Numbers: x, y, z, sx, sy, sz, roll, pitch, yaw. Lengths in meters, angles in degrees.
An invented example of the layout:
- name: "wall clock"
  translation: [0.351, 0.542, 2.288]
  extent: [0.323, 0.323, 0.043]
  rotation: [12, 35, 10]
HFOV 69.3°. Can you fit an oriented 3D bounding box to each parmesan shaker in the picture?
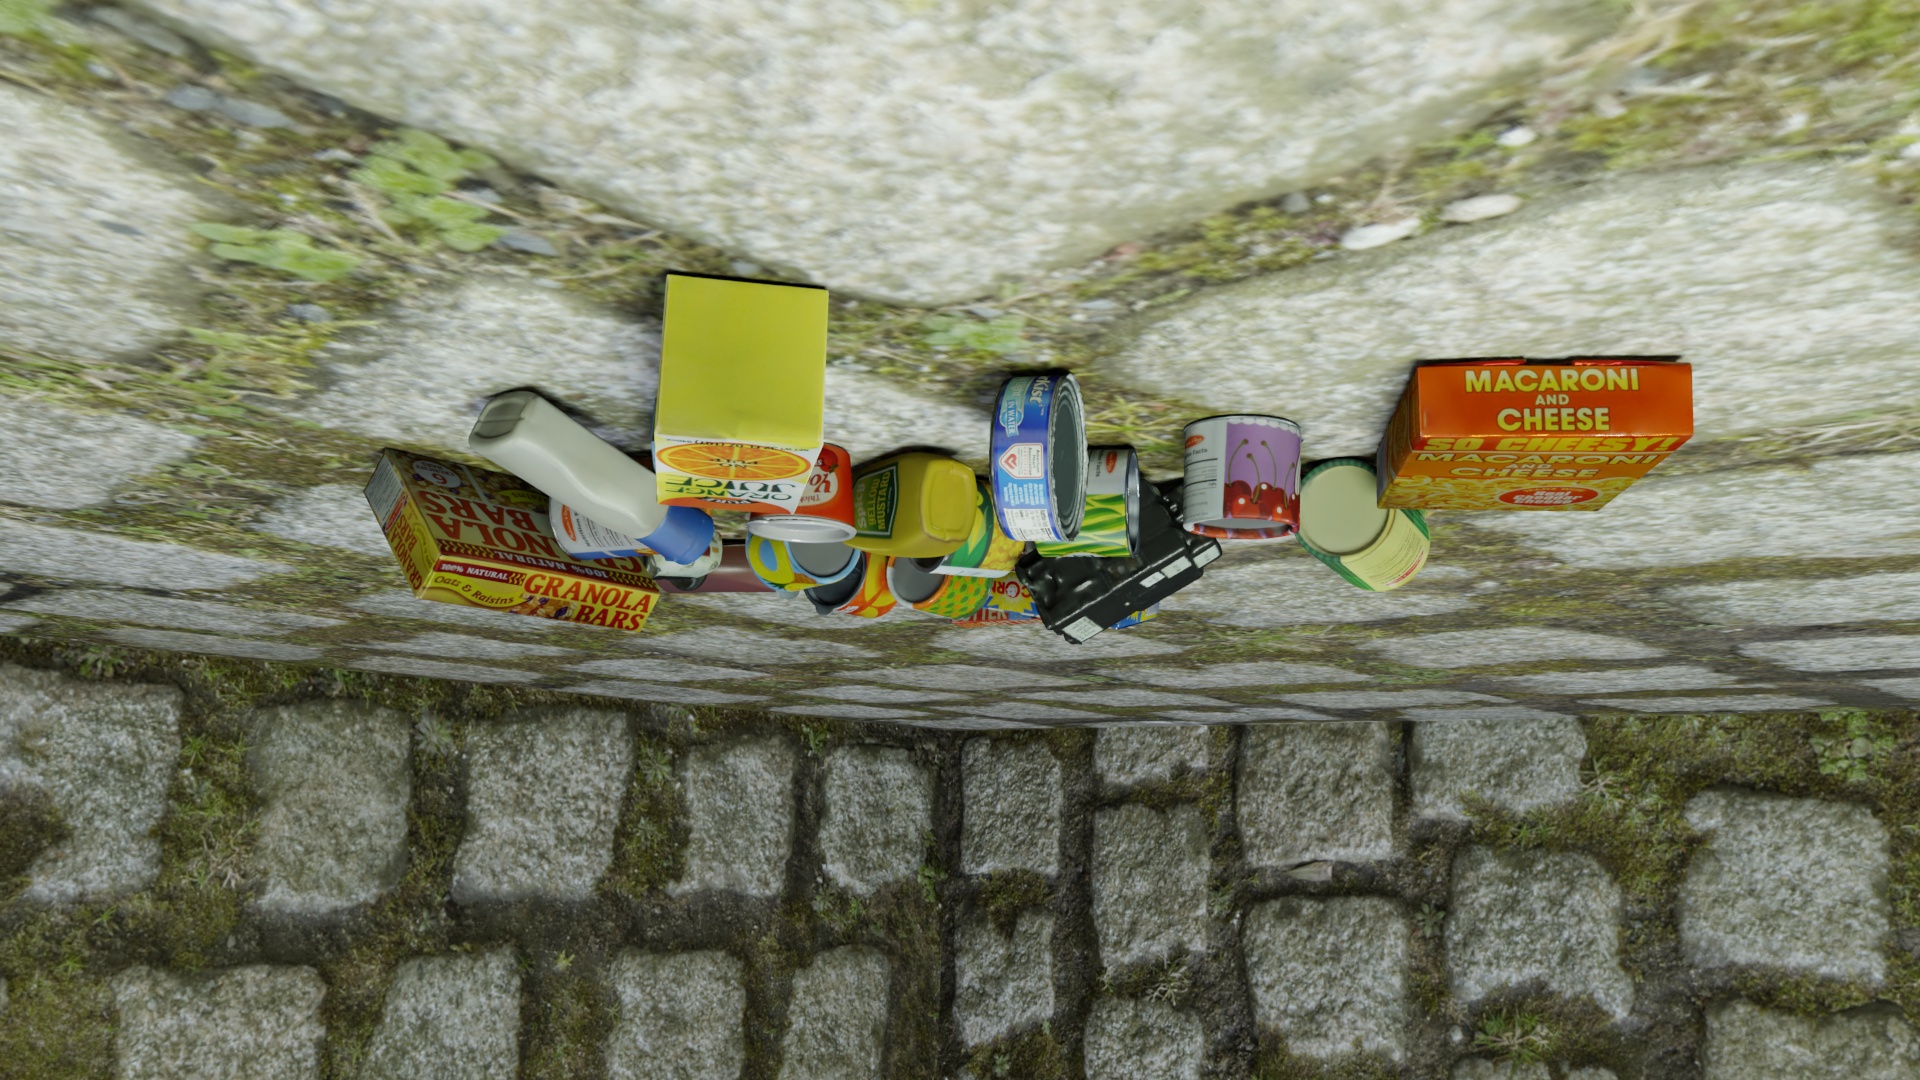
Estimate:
- name: "parmesan shaker"
  translation: [0.254, -0.011, 0.876]
  extent: [0.071, 0.071, 0.103]
  rotation: [-4, 166, 28]

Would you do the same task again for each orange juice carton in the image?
- name: "orange juice carton"
  translation: [-0.111, -0.060, 0.679]
  extent: [0.072, 0.073, 0.192]
  rotation: [4, 169, -11]

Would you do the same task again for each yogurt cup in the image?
- name: "yogurt cup"
  translation: [-0.098, -0.030, 0.873]
  extent: [0.072, 0.054, 0.072]
  rotation: [2, 169, 1]

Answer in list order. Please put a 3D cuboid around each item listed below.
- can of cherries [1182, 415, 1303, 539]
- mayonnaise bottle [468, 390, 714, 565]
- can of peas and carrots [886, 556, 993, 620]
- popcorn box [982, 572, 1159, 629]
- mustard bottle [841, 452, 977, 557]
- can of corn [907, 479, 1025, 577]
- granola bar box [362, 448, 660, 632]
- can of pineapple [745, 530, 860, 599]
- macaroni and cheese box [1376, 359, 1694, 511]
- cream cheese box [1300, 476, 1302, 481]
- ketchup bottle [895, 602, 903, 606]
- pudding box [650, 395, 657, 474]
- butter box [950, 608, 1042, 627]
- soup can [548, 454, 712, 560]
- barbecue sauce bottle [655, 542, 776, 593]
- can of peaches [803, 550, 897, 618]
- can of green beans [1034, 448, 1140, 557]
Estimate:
- name: "can of cherries"
  translation: [0.162, -0.034, 0.788]
  extent: [0.071, 0.058, 0.071]
  rotation: [3, 168, 1]
- name: "mayonnaise bottle"
  translation: [-0.209, -0.034, 0.812]
  extent: [0.064, 0.041, 0.148]
  rotation: [2, 155, 44]
- name: "can of peas and carrots"
  translation: [-0.015, 0.025, 1.112]
  extent: [0.071, 0.071, 0.059]
  rotation: [-6, 165, 36]
- name: "popcorn box"
  translation: [0.091, 0.042, 1.139]
  extent: [0.127, 0.038, 0.085]
  rotation: [8, -172, 29]
- name: "mustard bottle"
  translation: [-0.049, -0.019, 0.901]
  extent: [0.049, 0.065, 0.160]
  rotation: [10, 171, -32]
- name: "can of corn"
  translation: [0.003, -0.012, 0.921]
  extent: [0.058, 0.071, 0.071]
  rotation: [6, 168, -32]
- name: "granola bar box"
  translation: [-0.301, 0.001, 0.939]
  extent: [0.165, 0.039, 0.124]
  rotation: [15, -156, -47]
- name: "can of pineapple"
  translation: [-0.113, 0.004, 1.011]
  extent: [0.071, 0.071, 0.057]
  rotation: [11, 166, -34]
- name: "macaroni and cheese box"
  translation: [0.289, -0.051, 0.724]
  extent: [0.124, 0.040, 0.166]
  rotation: [1, 169, 10]
- name: "cream cheese box"
  translation: [0.205, -0.024, 0.916]
  extent: [0.053, 0.024, 0.104]
  rotation: [-5, 167, 26]
- name: "ketchup bottle"
  translation: [-0.044, 0.037, 1.226]
  extent: [0.149, 0.043, 0.064]
  rotation: [-1, 166, 19]
- name: "pudding box"
  translation: [-0.154, -0.058, 0.807]
  extent: [0.050, 0.030, 0.083]
  rotation: [6, 168, -11]
- name: "butter box"
  translation: [0.038, 0.049, 1.243]
  extent: [0.103, 0.053, 0.024]
  rotation: [-7, 163, 39]
- name: "soup can"
  translation: [-0.214, -0.023, 0.911]
  extent: [0.083, 0.071, 0.071]
  rotation: [-4, 167, 27]
- name: "barbecue sauce bottle"
  translation: [-0.182, 0.023, 1.186]
  extent: [0.148, 0.044, 0.065]
  rotation: [-1, 168, 13]
- name: "can of peaches"
  translation: [-0.087, 0.030, 1.132]
  extent: [0.071, 0.071, 0.058]
  rotation: [-5, 167, 32]
- name: "can of green beans"
  translation: [0.077, -0.023, 0.843]
  extent: [0.058, 0.071, 0.071]
  rotation: [0, 168, 14]
